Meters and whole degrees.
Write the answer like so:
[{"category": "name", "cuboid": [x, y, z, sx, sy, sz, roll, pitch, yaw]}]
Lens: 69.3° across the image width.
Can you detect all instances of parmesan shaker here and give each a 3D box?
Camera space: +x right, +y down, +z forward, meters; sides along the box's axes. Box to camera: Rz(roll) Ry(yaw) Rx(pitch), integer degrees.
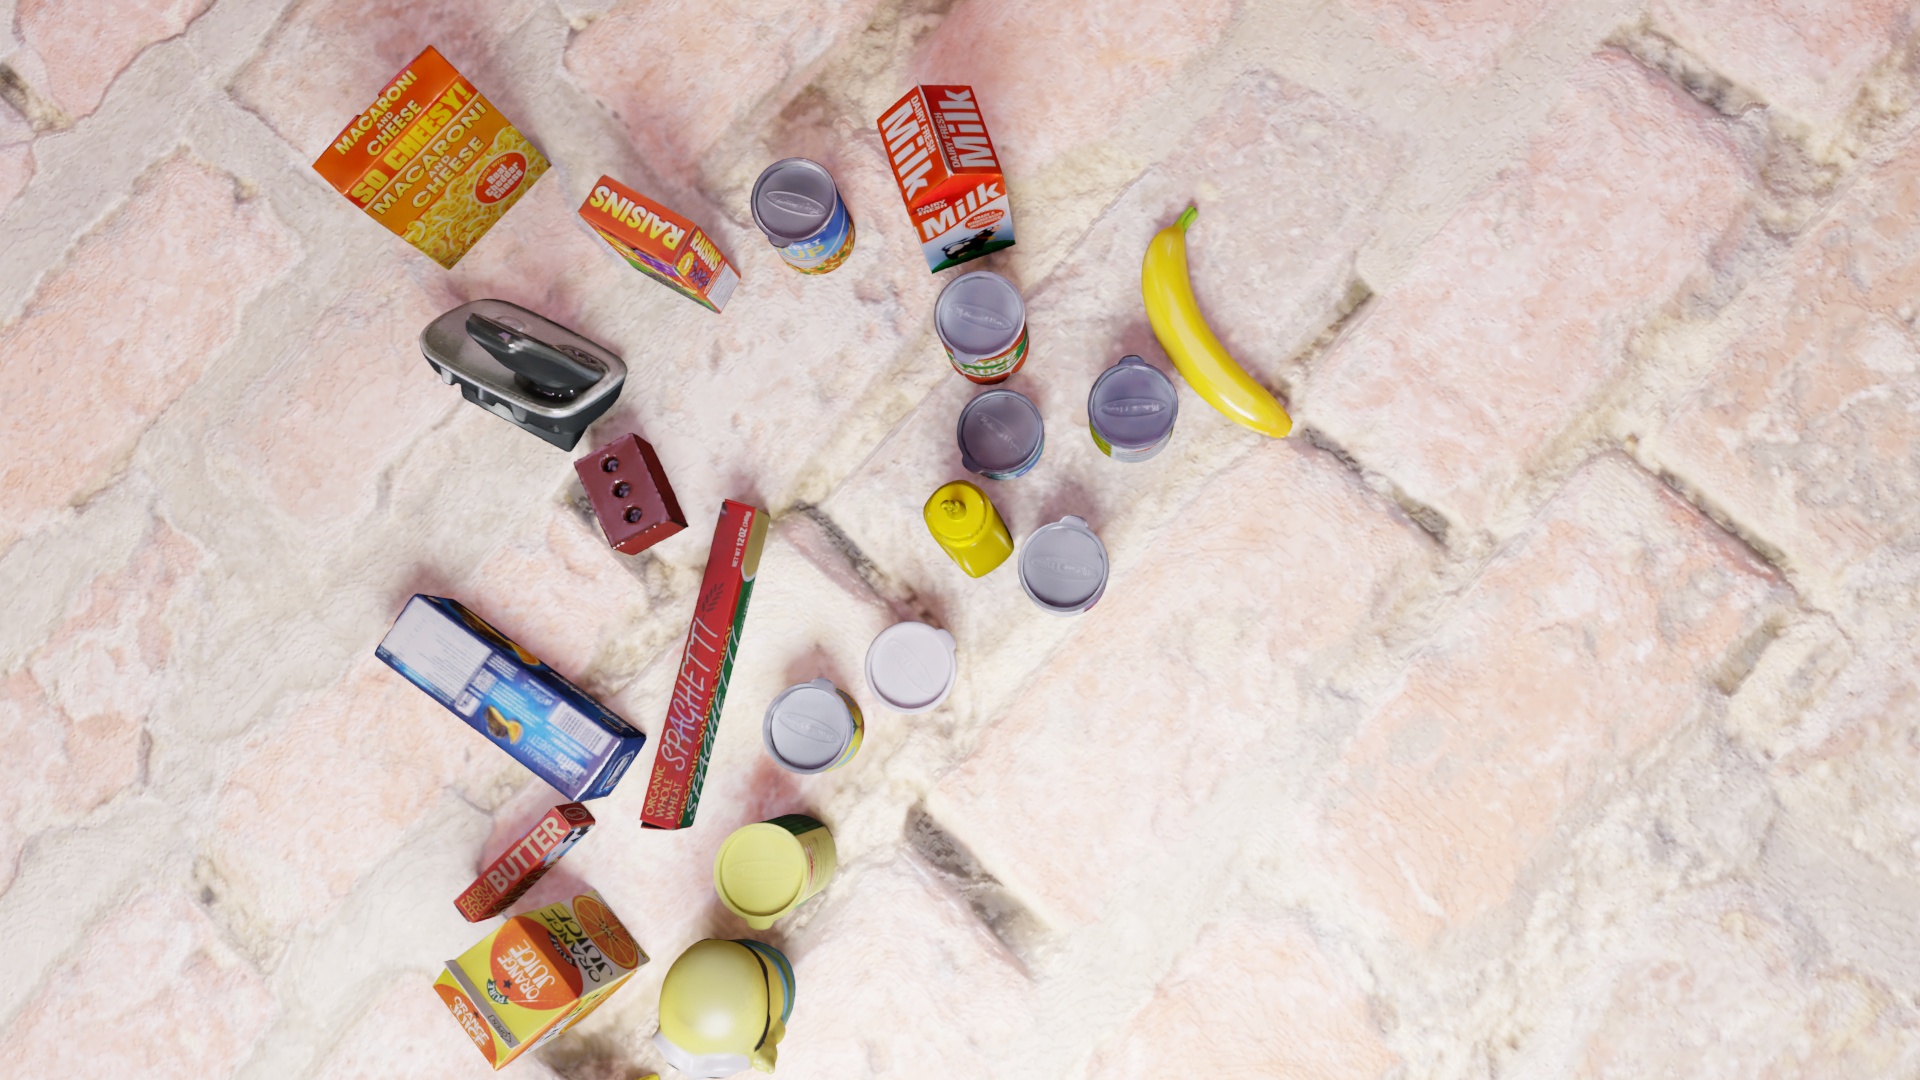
[{"category": "parmesan shaker", "cuboid": [-0.131, 0.235, 0.994, 0.071, 0.103, 0.071, -1, 82, 6]}]

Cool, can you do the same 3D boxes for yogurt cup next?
[{"category": "yogurt cup", "cuboid": [-0.034, 0.095, 1.029, 0.072, 0.054, 0.072, -1, 82, 6]}]

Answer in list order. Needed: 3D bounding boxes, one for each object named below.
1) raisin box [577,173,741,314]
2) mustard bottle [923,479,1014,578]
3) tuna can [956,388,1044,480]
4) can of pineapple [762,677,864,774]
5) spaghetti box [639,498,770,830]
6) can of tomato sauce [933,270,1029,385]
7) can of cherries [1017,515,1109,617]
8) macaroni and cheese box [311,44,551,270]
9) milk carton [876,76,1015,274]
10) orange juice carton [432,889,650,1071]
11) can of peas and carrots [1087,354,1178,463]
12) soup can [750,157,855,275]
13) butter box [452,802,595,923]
[{"category": "raisin box", "cuboid": [-0.227, -0.223, 1.059, 0.086, 0.123, 0.040, 30, 86, 9]}, {"category": "mustard bottle", "cuboid": [0.004, -0.012, 0.987, 0.049, 0.160, 0.065, -37, 80, 0]}, {"category": "tuna can", "cuboid": [0.030, -0.078, 1.059, 0.071, 0.033, 0.071, -1, 82, 6]}, {"category": "can of pineapple", "cuboid": [-0.106, 0.138, 1.028, 0.071, 0.058, 0.071, -1, 82, 6]}, {"category": "spaghetti box", "cuboid": [-0.191, 0.094, 1.047, 0.029, 0.050, 0.250, 12, 83, 7]}, {"category": "can of tomato sauce", "cuboid": [0.018, -0.156, 1.046, 0.071, 0.083, 0.071, -1, 82, 6]}, {"category": "can of cherries", "cuboid": [0.078, 0.020, 1.027, 0.071, 0.058, 0.071, -1, 82, 6]}, {"category": "macaroni and cheese box", "cuboid": [-0.400, -0.288, 1.064, 0.040, 0.166, 0.124, 43, 88, 9]}, {"category": "milk carton", "cuboid": [-0.010, -0.265, 1.010, 0.073, 0.190, 0.072, -19, 81, 3]}, {"category": "orange juice carton", "cuboid": [-0.291, 0.301, 0.955, 0.073, 0.192, 0.072, -41, 80, -1]}, {"category": "can of peas and carrots", "cuboid": [0.128, -0.097, 1.039, 0.071, 0.058, 0.071, -1, 82, 6]}, {"category": "soup can", "cuboid": [-0.121, -0.246, 1.072, 0.071, 0.083, 0.071, -1, 82, 6]}, {"category": "butter box", "cuboid": [-0.324, 0.240, 1.037, 0.103, 0.053, 0.024, -44, 80, -2]}]
